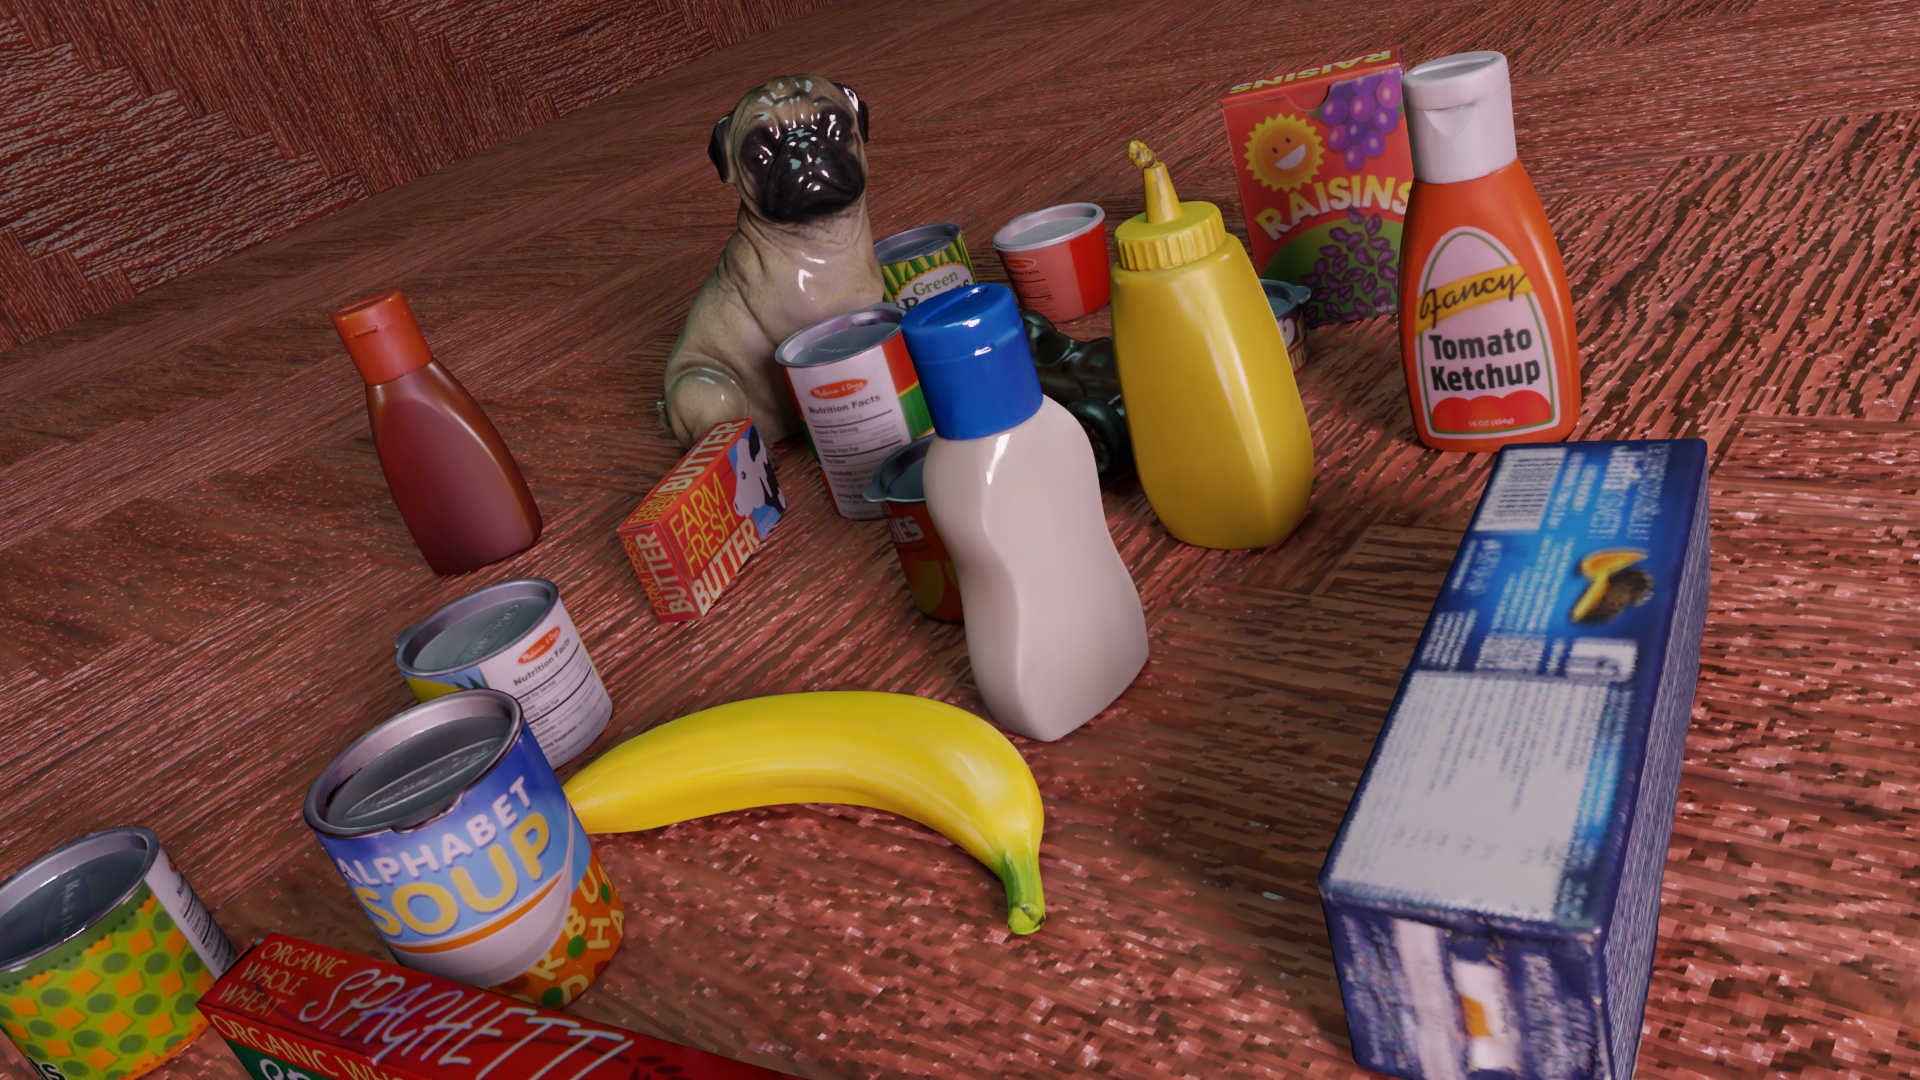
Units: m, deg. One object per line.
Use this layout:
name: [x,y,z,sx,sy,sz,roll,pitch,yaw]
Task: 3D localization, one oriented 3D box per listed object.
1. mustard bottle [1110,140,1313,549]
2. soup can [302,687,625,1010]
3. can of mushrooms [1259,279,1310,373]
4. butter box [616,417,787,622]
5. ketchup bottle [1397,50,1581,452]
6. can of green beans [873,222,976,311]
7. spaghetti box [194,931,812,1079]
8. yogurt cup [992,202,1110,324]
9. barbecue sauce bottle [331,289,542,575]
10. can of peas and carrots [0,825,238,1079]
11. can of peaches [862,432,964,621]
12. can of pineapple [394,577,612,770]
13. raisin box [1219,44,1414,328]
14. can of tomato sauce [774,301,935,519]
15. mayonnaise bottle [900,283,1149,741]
mustard bottle: [0.089,-0.073,0.519,0.065,0.159,0.049,5,35,39]
soup can: [-0.148,0.099,0.422,0.071,0.083,0.072,-15,27,8]
can of mushrooms: [0.138,-0.100,0.681,0.071,0.033,0.071,-14,27,7]
butter box: [-0.118,-0.011,0.649,0.024,0.053,0.104,-6,29,23]
ketchup bottle: [0.197,-0.107,0.530,0.064,0.148,0.044,-3,30,28]
can of green beans: [-0.023,-0.159,0.867,0.071,0.057,0.071,-14,27,8]
spaghetti box: [-0.102,0.144,0.348,0.250,0.050,0.029,0,32,32]
yogurt cup: [0.059,-0.164,0.831,0.072,0.053,0.073,-14,27,8]
barbecue sauce bottle: [-0.277,-0.056,0.728,0.065,0.148,0.044,-18,26,1]
can of peas and carrots: [-0.287,0.140,0.460,0.071,0.058,0.071,-14,27,8]
can of peaches: [0.002,-0.007,0.561,0.071,0.057,0.071,-14,27,8]
can of pineapple: [-0.182,0.056,0.555,0.071,0.057,0.071,-14,27,8]
raisin box: [0.183,-0.171,0.687,0.086,0.123,0.040,-7,28,22]
can of tomato sauce: [-0.043,-0.062,0.666,0.071,0.082,0.071,-15,27,8]
mayonnaise bottle: [0.019,-0.009,0.454,0.065,0.147,0.041,-36,31,-31]
